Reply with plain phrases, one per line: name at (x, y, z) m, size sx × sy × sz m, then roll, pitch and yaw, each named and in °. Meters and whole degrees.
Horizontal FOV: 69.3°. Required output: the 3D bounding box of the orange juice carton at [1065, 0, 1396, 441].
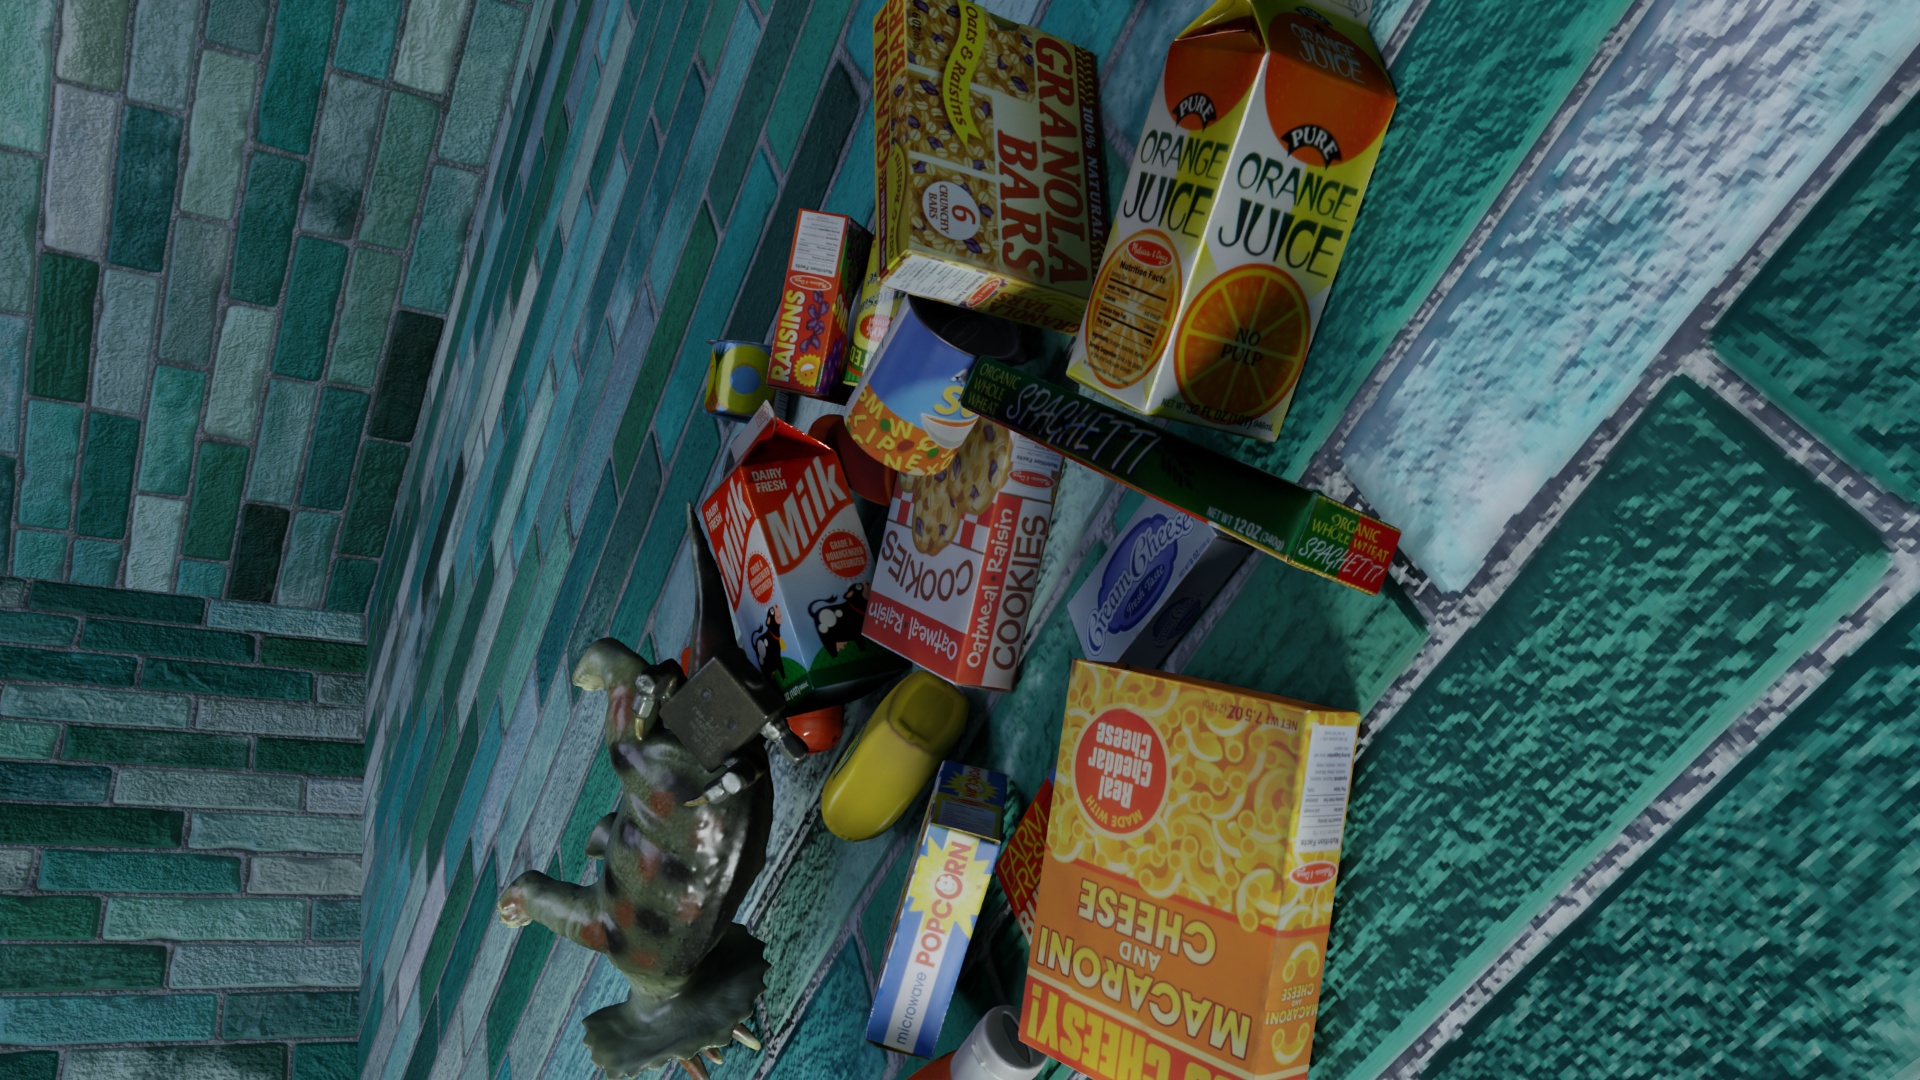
orange juice carton at (0.118, -0.146, 0.591) m, size 0.073 × 0.072 × 0.192 m, roll 39°, pitch 116°, yaw 57°

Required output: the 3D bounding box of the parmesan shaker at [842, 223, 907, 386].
parmesan shaker at (-0.033, -0.142, 0.860) m, size 0.071 × 0.071 × 0.103 m, roll 18°, pitch 97°, yaw 61°

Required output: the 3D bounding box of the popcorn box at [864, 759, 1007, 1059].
popcorn box at (-0.012, 0.189, 0.720) m, size 0.085 × 0.038 × 0.126 m, roll -69°, pitch -4°, yaw -77°

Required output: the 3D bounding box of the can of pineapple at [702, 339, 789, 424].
can of pineapple at (-0.169, -0.124, 1.098) m, size 0.071 × 0.071 × 0.058 m, roll 3°, pitch 85°, yaw 61°

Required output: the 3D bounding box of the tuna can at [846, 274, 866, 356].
tuna can at (-0.047, -0.148, 0.925) m, size 0.071 × 0.033 × 0.071 m, roll -26°, pitch 59°, yaw 56°

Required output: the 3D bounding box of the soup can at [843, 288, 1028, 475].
soup can at (-0.014, -0.084, 0.735) m, size 0.083 × 0.071 × 0.071 m, roll -57°, pitch 37°, yaw 34°

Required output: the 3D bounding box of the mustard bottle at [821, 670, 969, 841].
mustard bottle at (-0.048, 0.138, 0.810) m, size 0.066 × 0.049 × 0.159 m, roll -53°, pitch -2°, yaw -46°

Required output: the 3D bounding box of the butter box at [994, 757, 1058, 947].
butter box at (0.054, 0.143, 0.666) m, size 0.103 × 0.024 × 0.053 m, roll -64°, pitch 34°, yaw 27°

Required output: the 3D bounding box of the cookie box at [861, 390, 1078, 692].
cookie box at (0.003, -0.010, 0.788) m, size 0.123 × 0.040 × 0.167 m, roll 18°, pitch 96°, yaw 60°

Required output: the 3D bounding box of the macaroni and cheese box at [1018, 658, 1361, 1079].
macaroni and cheese box at (0.090, 0.140, 0.566) m, size 0.123 × 0.040 × 0.166 m, roll 8°, pitch 89°, yaw 49°

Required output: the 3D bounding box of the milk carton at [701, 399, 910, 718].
milk carton at (-0.107, 0.010, 0.888) m, size 0.072 × 0.074 × 0.191 m, roll -39°, pitch 67°, yaw 51°

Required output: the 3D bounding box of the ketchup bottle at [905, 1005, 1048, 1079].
ketchup bottle at (-0.005, 0.293, 0.704) m, size 0.148 × 0.043 × 0.065 m, roll -60°, pitch 44°, yaw 32°

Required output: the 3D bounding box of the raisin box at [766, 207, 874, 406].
raisin box at (-0.094, -0.160, 0.965) m, size 0.086 × 0.040 × 0.123 m, roll -6°, pitch -72°, yaw -81°

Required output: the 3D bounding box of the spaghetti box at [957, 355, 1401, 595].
spaghetti box at (0.080, -0.035, 0.599) m, size 0.250 × 0.050 × 0.028 m, roll 33°, pitch 101°, yaw 56°

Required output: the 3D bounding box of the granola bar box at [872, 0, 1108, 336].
granola bar box at (0.017, -0.201, 0.733) m, size 0.039 × 0.124 × 0.166 m, roll -31°, pitch 55°, yaw 53°

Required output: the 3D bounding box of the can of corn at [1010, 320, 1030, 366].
can of corn at (0.007, -0.134, 0.795) m, size 0.071 × 0.071 × 0.058 m, roll -10°, pitch 73°, yaw 60°

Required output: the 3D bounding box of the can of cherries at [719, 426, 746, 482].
can of cherries at (-0.140, -0.046, 1.034) m, size 0.071 × 0.058 × 0.071 m, roll -28°, pitch 57°, yaw 56°

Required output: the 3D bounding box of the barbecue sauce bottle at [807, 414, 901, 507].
barbecue sauce bottle at (-0.059, -0.060, 0.909) m, size 0.148 × 0.044 × 0.065 m, roll 19°, pitch 98°, yaw 61°

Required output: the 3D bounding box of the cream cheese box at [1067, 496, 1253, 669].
cream cheese box at (0.090, 0.017, 0.641) m, size 0.103 × 0.024 × 0.053 m, roll -58°, pitch 35°, yaw 34°
